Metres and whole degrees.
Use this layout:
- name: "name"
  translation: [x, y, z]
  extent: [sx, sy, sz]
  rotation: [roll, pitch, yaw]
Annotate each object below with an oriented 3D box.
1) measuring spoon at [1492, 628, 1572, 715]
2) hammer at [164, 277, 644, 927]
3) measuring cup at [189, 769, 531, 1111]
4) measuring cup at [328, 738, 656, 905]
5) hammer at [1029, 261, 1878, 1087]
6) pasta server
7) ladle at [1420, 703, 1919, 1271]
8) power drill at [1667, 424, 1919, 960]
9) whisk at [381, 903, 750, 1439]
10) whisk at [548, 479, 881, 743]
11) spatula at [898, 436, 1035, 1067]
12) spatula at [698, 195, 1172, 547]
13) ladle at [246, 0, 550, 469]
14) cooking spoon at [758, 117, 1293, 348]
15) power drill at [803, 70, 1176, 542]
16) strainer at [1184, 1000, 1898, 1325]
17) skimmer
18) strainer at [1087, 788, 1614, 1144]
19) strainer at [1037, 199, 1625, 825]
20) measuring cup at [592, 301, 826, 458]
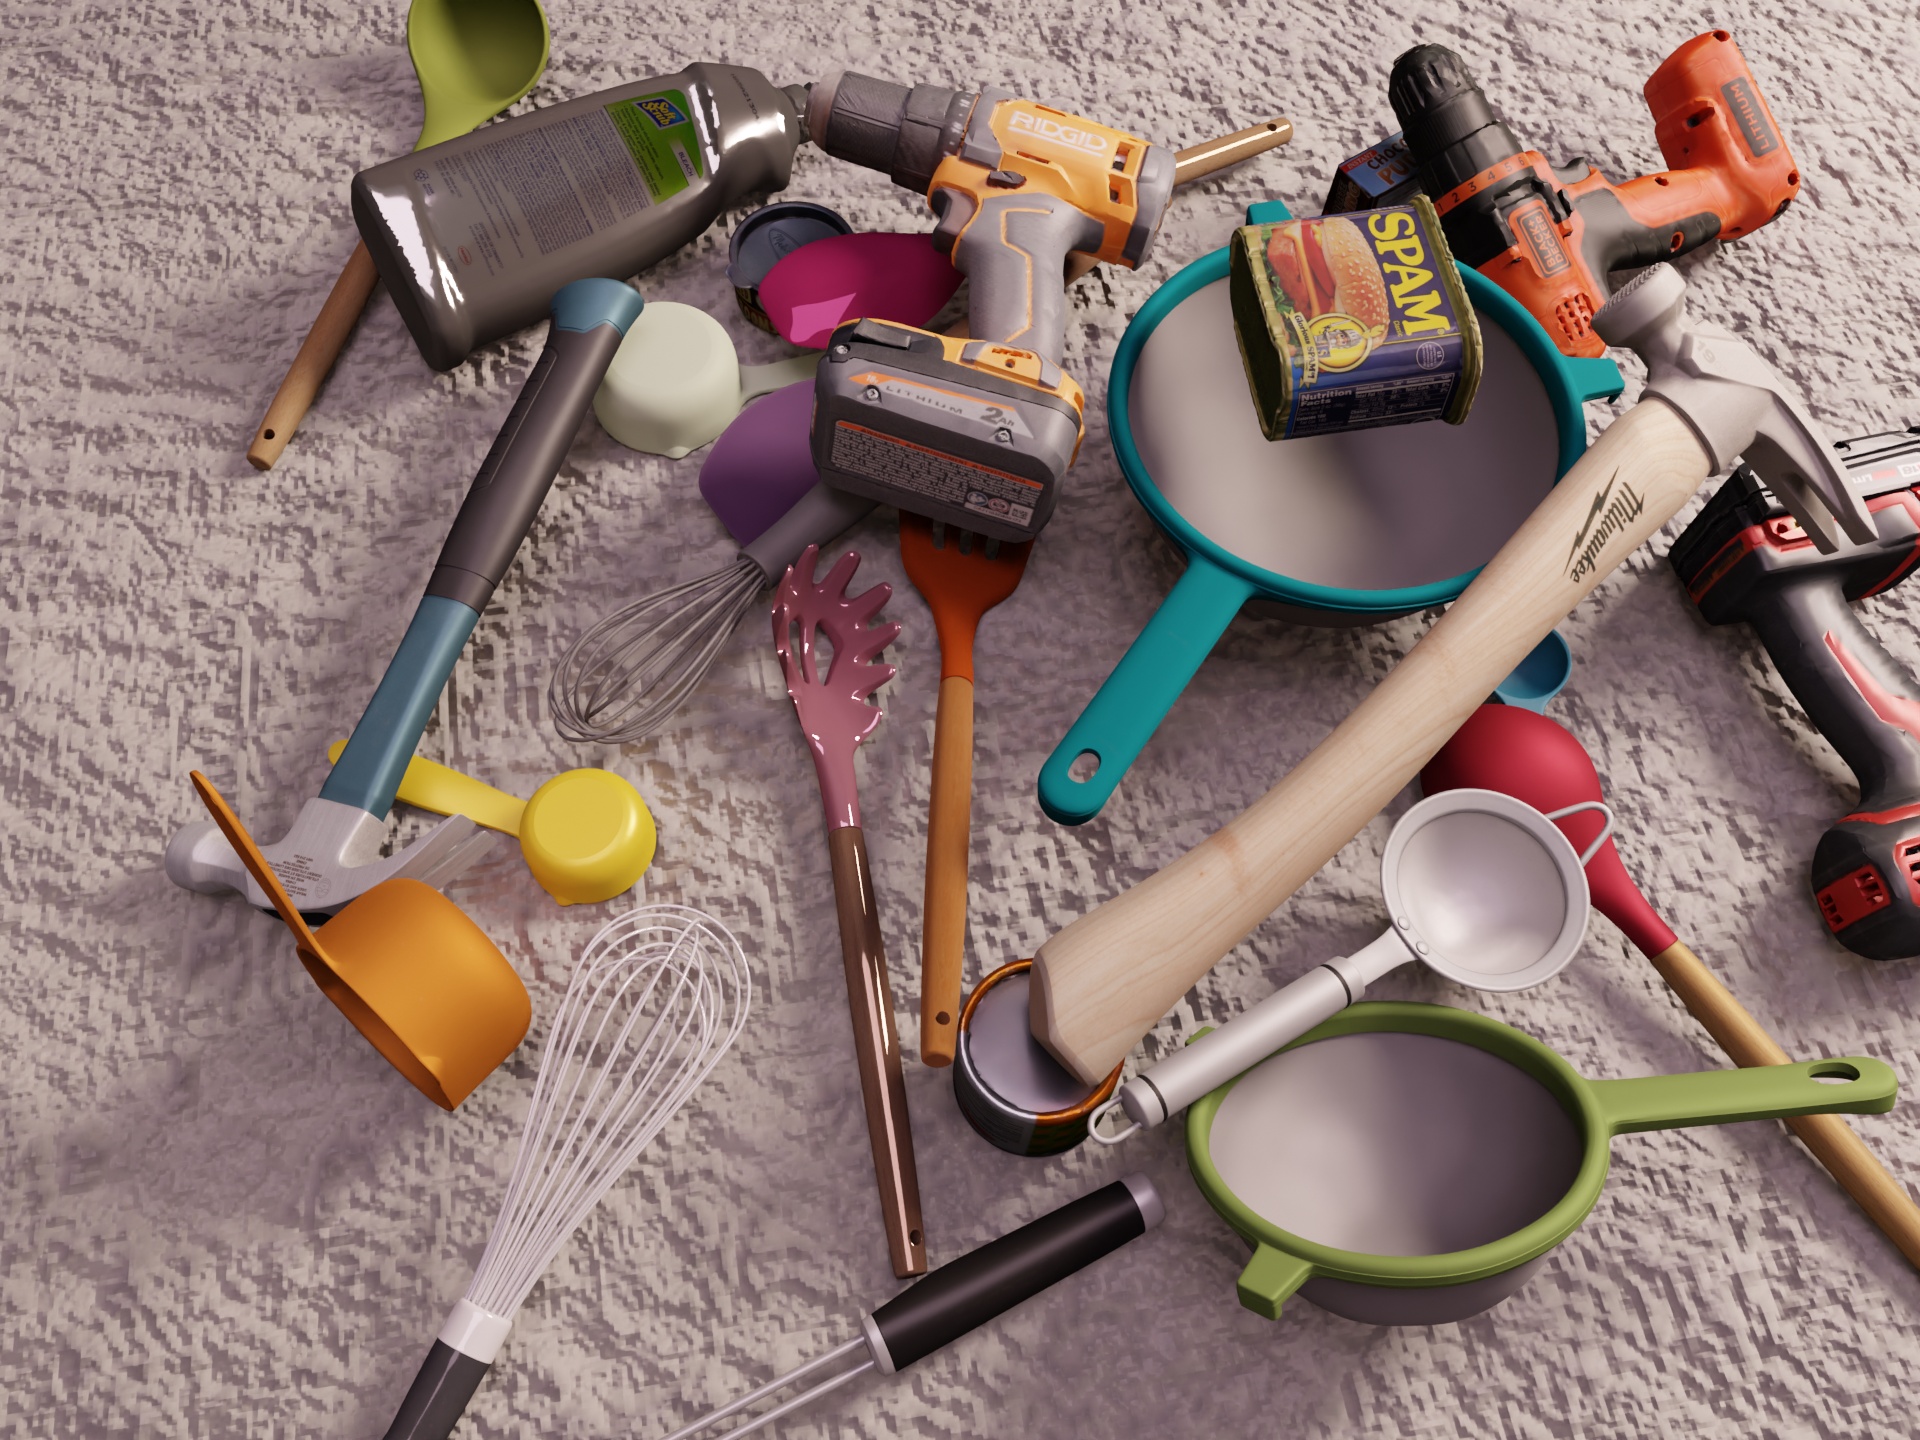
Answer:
- name: "measuring spoon"
  translation: [0.255, 0.016, 0.721]
  extent: [0.042, 0.021, 0.129]
  rotation: [2, 72, 9]
- name: "hammer"
  translation: [-0.224, -0.063, 0.714]
  extent: [0.128, 0.033, 0.331]
  rotation: [13, 68, 18]
- name: "measuring cup"
  translation: [-0.222, 0.072, 0.601]
  extent: [0.095, 0.173, 0.052]
  rotation: [18, 49, 42]
- name: "measuring cup"
  translation: [-0.209, 0.032, 0.693]
  extent: [0.156, 0.029, 0.062]
  rotation: [18, 64, 7]
- name: "hammer"
  translation: [0.191, -0.004, 0.628]
  extent: [0.410, 0.038, 0.146]
  rotation: [-42, 92, -12]
- name: "pasta server"
  translation: [-0.041, 0.070, 0.673]
  extent: [0.060, 0.040, 0.316]
  rotation: [8, 59, -34]
- name: "ladle"
  translation: [0.307, 0.116, 0.656]
  extent: [0.069, 0.031, 0.316]
  rotation: [-38, 73, 3]
- name: "power drill"
  translation: [0.441, -0.015, 0.705]
  extent: [0.188, 0.080, 0.227]
  rotation: [-12, 66, -7]
- name: "whisk"
  translation: [-0.164, 0.198, 0.597]
  extent: [0.070, 0.070, 0.285]
  rotation: [23, 70, 11]
- name: "whisk"
  translation: [-0.097, -0.070, 0.743]
  extent: [0.055, 0.055, 0.239]
  rotation: [38, 63, 17]
- name: "spatula"
  translation: [-0.001, -0.002, 0.687]
  extent: [0.081, 0.041, 0.323]
  rotation: [11, 49, -10]
- name: "spatula"
  translation: [-0.004, -0.195, 0.817]
  extent: [0.316, 0.018, 0.059]
  rotation: [-39, 98, -20]
- name: "ladle"
  translation: [-0.301, -0.271, 0.836]
  extent: [0.078, 0.062, 0.320]
  rotation: [19, 66, -5]
- name: "cooking spoon"
  translation: [0.043, -0.264, 0.833]
  extent: [0.319, 0.017, 0.069]
  rotation: [-25, 73, -18]
- name: "power drill"
  translation: [-0.007, -0.212, 0.754]
  extent: [0.185, 0.084, 0.226]
  rotation: [18, 63, -1]
- name: "strainer"
  translation: [0.214, 0.168, 0.593]
  extent: [0.256, 0.069, 0.152]
  rotation: [-7, 24, 3]
- name: "skimmer"
  translation: [-0.074, 0.260, 0.545]
  extent: [0.363, 0.090, 0.127]
  rotation: [-23, 106, -16]
- name: "strainer"
  translation: [0.155, 0.099, 0.631]
  extent: [0.258, 0.050, 0.087]
  rotation: [-26, 70, -21]
- name: "strainer"
  translation: [0.134, -0.073, 0.718]
  extent: [0.211, 0.095, 0.340]
  rotation: [31, 68, 15]
- name: "measuring cup"
  translation: [-0.105, -0.183, 0.801]
  extent: [0.167, 0.038, 0.083]
  rotation: [-10, 63, -5]
